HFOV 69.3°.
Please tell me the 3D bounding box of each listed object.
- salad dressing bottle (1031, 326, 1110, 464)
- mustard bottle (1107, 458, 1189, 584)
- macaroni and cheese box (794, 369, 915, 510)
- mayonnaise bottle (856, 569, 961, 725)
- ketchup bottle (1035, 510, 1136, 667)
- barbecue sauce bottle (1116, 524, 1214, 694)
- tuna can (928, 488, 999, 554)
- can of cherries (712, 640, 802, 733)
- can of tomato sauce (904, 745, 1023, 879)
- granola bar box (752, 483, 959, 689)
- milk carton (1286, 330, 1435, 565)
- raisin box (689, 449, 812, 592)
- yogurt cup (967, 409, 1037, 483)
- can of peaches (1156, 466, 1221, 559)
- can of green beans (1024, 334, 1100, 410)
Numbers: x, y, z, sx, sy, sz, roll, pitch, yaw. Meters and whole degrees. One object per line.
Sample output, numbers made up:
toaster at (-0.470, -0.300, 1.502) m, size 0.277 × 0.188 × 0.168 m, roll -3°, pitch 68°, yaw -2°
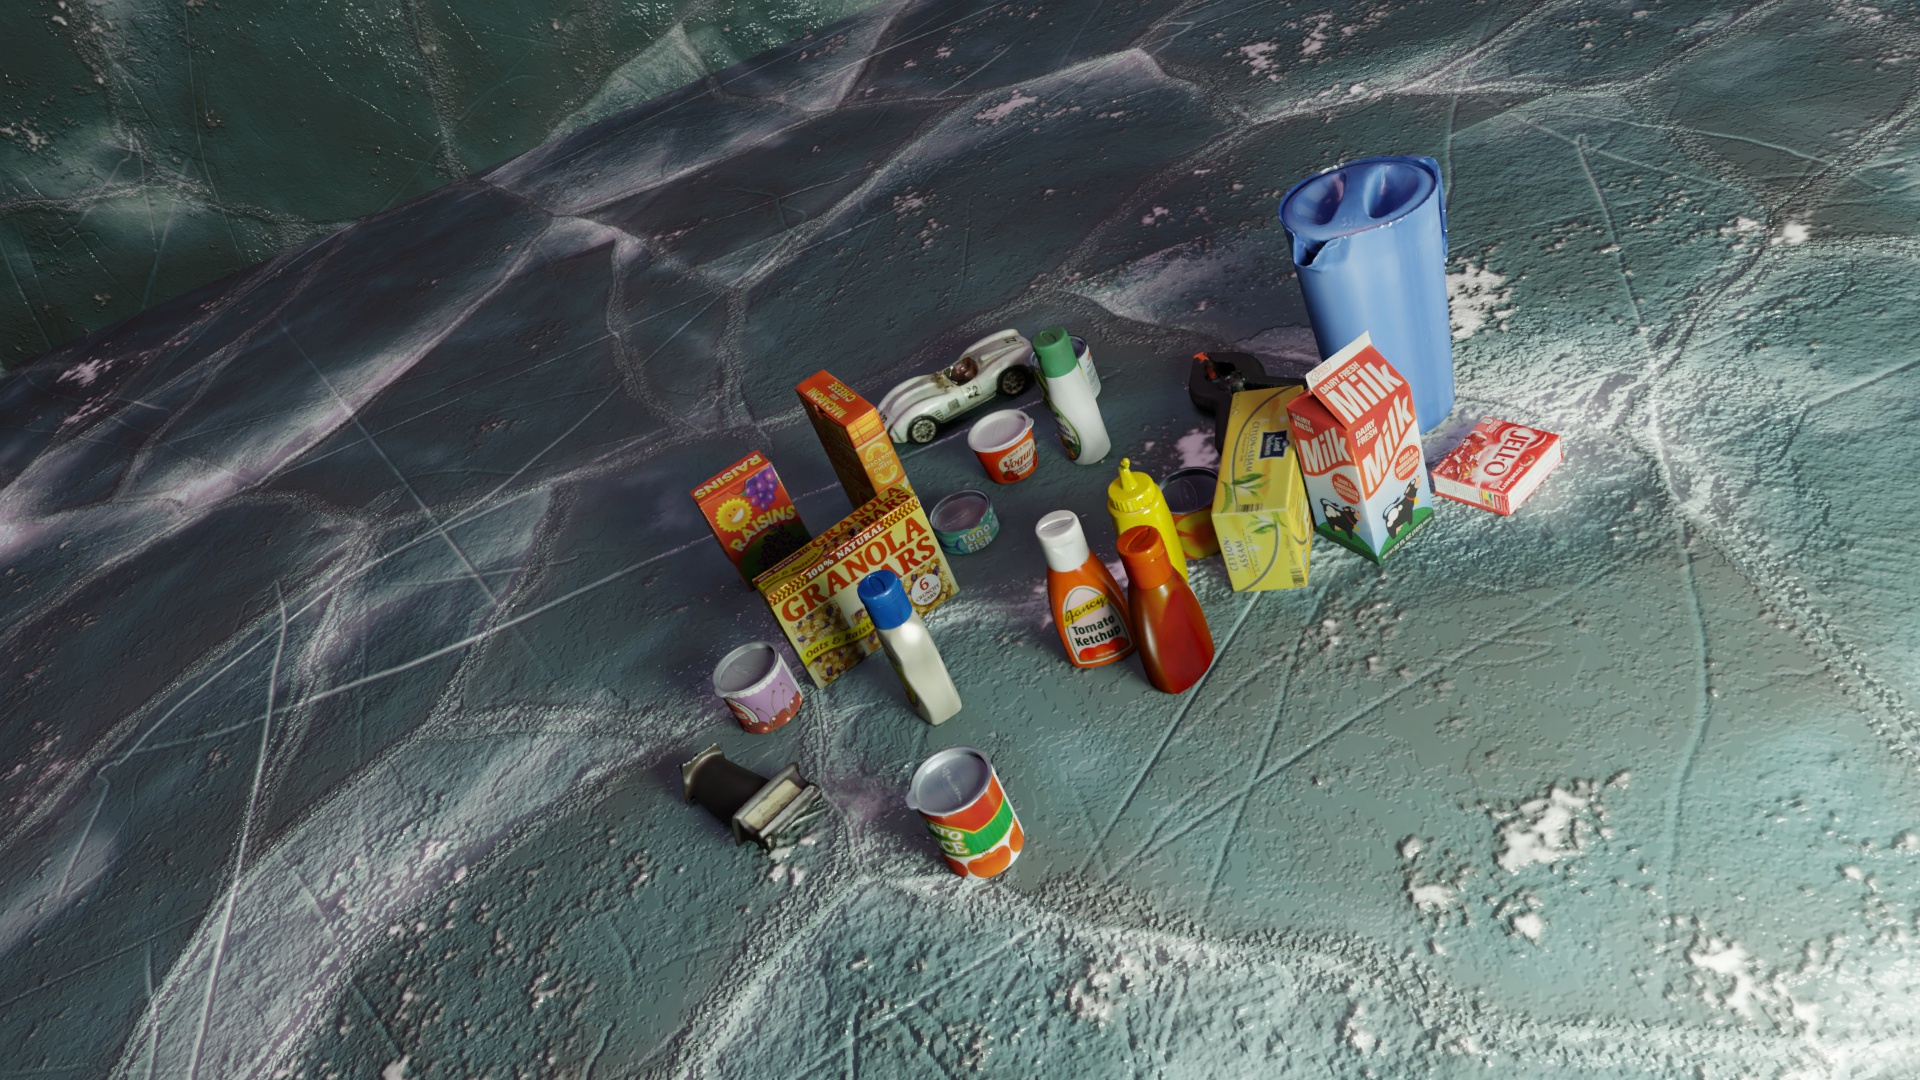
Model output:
salad dressing bottle at (0.110, -0.145, 1.395) m, size 0.044 × 0.147 × 0.064 m, roll -30°, pitch 36°, yaw -7°
mustard bottle at (0.157, -0.011, 1.190) m, size 0.049 × 0.159 × 0.066 m, roll -12°, pitch 38°, yaw 16°
macaroni and cheese box at (-0.098, -0.080, 1.413) m, size 0.040 × 0.165 × 0.124 m, roll -34°, pitch 37°, yaw -13°
mayonnaise bottle at (-0.046, 0.089, 1.188) m, size 0.041 × 0.147 × 0.065 m, roll -32°, pitch 37°, yaw -11°
ketchup bottle at (0.101, 0.040, 1.168) m, size 0.065 × 0.148 × 0.044 m, roll -19°, pitch 36°, yaw 7°
barbecue sauce bottle at (0.162, 0.053, 1.118) m, size 0.044 × 0.148 × 0.065 m, roll 20°, pitch 54°, yaw 44°
tuna can at (0.005, -0.017, 1.391) m, size 0.071 × 0.032 × 0.071 m, roll -15°, pitch 37°, yaw 12°
can of cherries at (-0.189, 0.137, 1.283) m, size 0.071 × 0.058 × 0.072 m, roll -15°, pitch 37°, yaw 12°
can of tomato sauce at (0.004, 0.210, 1.064) m, size 0.071 × 0.082 × 0.071 m, roll -15°, pitch 37°, yaw 12°
granola bar box at (-0.095, 0.042, 1.295) m, size 0.166 × 0.123 × 0.039 m, roll -35°, pitch 37°, yaw -15°
milk carton at (0.331, -0.080, 1.156) m, size 0.072 × 0.189 × 0.073 m, roll -36°, pitch 38°, yaw -16°
raisin box at (-0.214, -0.020, 1.438) m, size 0.086 × 0.123 × 0.040 m, roll -33°, pitch 37°, yaw -12°
yogurt cup at (0.047, -0.096, 1.448) m, size 0.072 × 0.053 × 0.073 m, roll -15°, pitch 37°, yaw 12°
can of peaches at (0.210, -0.024, 1.265) m, size 0.071 × 0.057 × 0.071 m, roll -15°, pitch 37°, yaw 12°
can of green beans at (0.114, -0.182, 1.515) m, size 0.071 × 0.057 × 0.071 m, roll -15°, pitch 37°, yaw 12°
